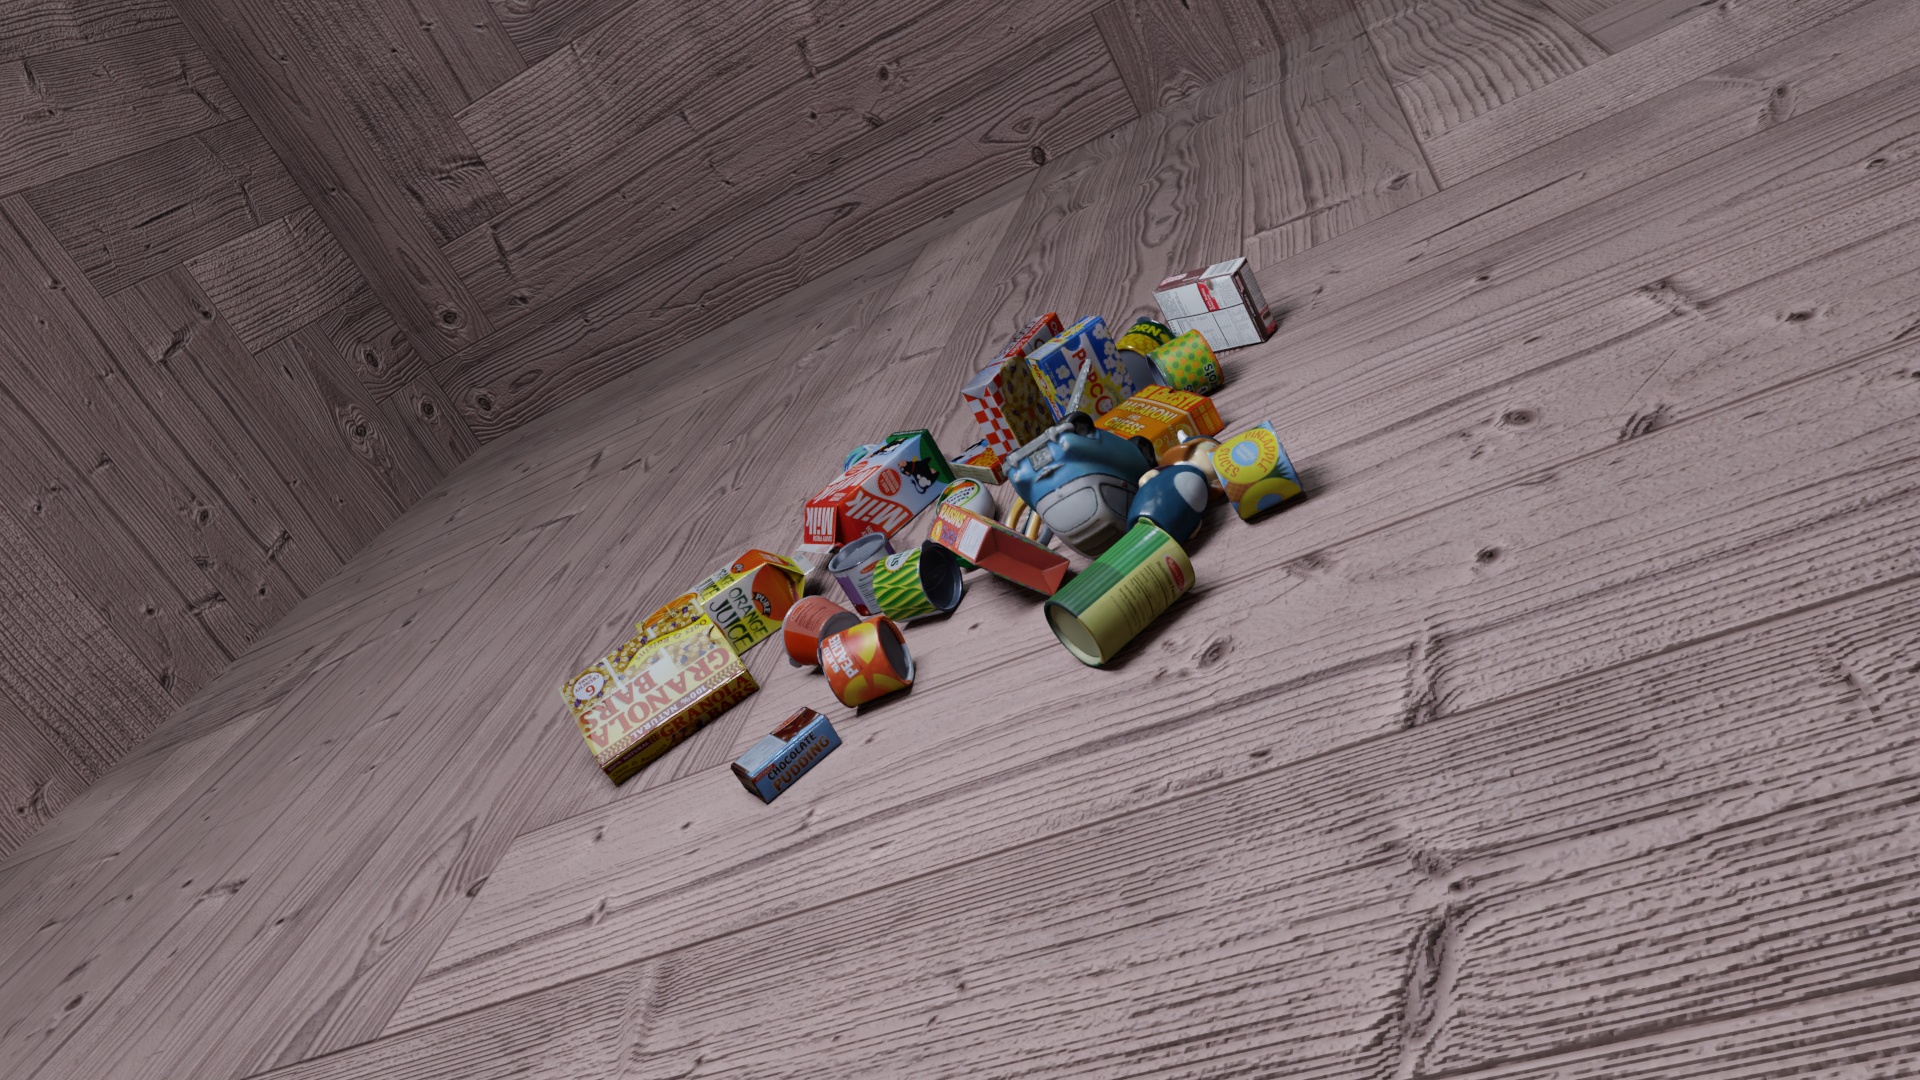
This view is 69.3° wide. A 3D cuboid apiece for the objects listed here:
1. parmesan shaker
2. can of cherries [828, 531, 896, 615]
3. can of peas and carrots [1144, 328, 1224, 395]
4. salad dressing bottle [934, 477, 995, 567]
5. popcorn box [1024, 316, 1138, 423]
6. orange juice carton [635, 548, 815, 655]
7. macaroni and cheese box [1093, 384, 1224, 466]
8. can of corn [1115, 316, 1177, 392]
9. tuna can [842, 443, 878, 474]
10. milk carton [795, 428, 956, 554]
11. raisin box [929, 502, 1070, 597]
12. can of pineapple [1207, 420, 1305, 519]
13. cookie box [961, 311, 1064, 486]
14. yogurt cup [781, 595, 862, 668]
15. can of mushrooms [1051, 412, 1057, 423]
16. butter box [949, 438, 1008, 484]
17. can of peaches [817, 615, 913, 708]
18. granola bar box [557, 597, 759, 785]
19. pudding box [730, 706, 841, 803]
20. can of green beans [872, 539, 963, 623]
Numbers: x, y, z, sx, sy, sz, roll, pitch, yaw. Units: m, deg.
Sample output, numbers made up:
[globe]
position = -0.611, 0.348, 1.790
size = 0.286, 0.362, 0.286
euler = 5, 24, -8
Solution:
[parmesan shaker]
position = 0.121, 0.040, 1.076
size = 0.103, 0.071, 0.071
euler = -38, 22, -20
[can of cherries]
position = -0.090, 0.033, 1.397
size = 0.071, 0.058, 0.072
euler = -27, 21, 11
[can of peas and carrots]
position = 0.234, -0.176, 1.442
size = 0.059, 0.070, 0.071
euler = -29, 20, 1
[salad dressing bottle]
position = 0.005, -0.018, 1.407
size = 0.064, 0.044, 0.148
euler = -28, 21, 10
[popcorn box]
position = 0.133, -0.158, 1.445
size = 0.085, 0.126, 0.038
euler = -36, 25, -14
[orange juice carton]
position = -0.243, 0.073, 1.489
size = 0.193, 0.073, 0.072
euler = -34, 20, -12
[macaroni and cheese box]
position = 0.160, -0.091, 1.375
size = 0.167, 0.040, 0.124
euler = -34, 22, -11
[can of corn]
position = 0.201, -0.204, 1.539
size = 0.071, 0.071, 0.058
euler = -8, 30, 45
[tuna can]
position = -0.108, -0.079, 1.676
size = 0.071, 0.071, 0.033
euler = -32, 21, -6
[milk carton]
position = -0.102, -0.043, 1.571
size = 0.191, 0.073, 0.072
euler = -42, 23, -28
[raisin box]
position = 0.033, 0.006, 1.249
size = 0.040, 0.086, 0.123
euler = -67, 23, 3
[can of pineapple]
position = 0.243, -0.058, 1.145
size = 0.058, 0.071, 0.071
euler = -27, 20, 12
[cookie box]
position = 0.080, -0.156, 1.515
size = 0.040, 0.122, 0.168
euler = -11, 28, 41
[yogurt cup]
position = -0.127, 0.089, 1.310
size = 0.073, 0.072, 0.054
euler = -42, 31, -28
[can of mushrooms]
position = 0.132, -0.149, 1.511
size = 0.033, 0.071, 0.071
euler = -9, 29, 44
[butter box]
position = 0.034, -0.089, 1.565
size = 0.053, 0.024, 0.103
euler = -38, 21, -18
[can of peaches]
position = -0.081, 0.104, 1.202
size = 0.058, 0.071, 0.071
euler = -23, 21, 15
[granola bar box]
position = -0.300, 0.146, 1.372
size = 0.166, 0.039, 0.124
euler = -35, 48, -12
[pudding box]
position = -0.147, 0.179, 1.172
size = 0.084, 0.030, 0.049
euler = -39, 21, -22
[can of green beans]
position = -0.040, 0.040, 1.301
size = 0.057, 0.071, 0.071
euler = -16, 24, 35
